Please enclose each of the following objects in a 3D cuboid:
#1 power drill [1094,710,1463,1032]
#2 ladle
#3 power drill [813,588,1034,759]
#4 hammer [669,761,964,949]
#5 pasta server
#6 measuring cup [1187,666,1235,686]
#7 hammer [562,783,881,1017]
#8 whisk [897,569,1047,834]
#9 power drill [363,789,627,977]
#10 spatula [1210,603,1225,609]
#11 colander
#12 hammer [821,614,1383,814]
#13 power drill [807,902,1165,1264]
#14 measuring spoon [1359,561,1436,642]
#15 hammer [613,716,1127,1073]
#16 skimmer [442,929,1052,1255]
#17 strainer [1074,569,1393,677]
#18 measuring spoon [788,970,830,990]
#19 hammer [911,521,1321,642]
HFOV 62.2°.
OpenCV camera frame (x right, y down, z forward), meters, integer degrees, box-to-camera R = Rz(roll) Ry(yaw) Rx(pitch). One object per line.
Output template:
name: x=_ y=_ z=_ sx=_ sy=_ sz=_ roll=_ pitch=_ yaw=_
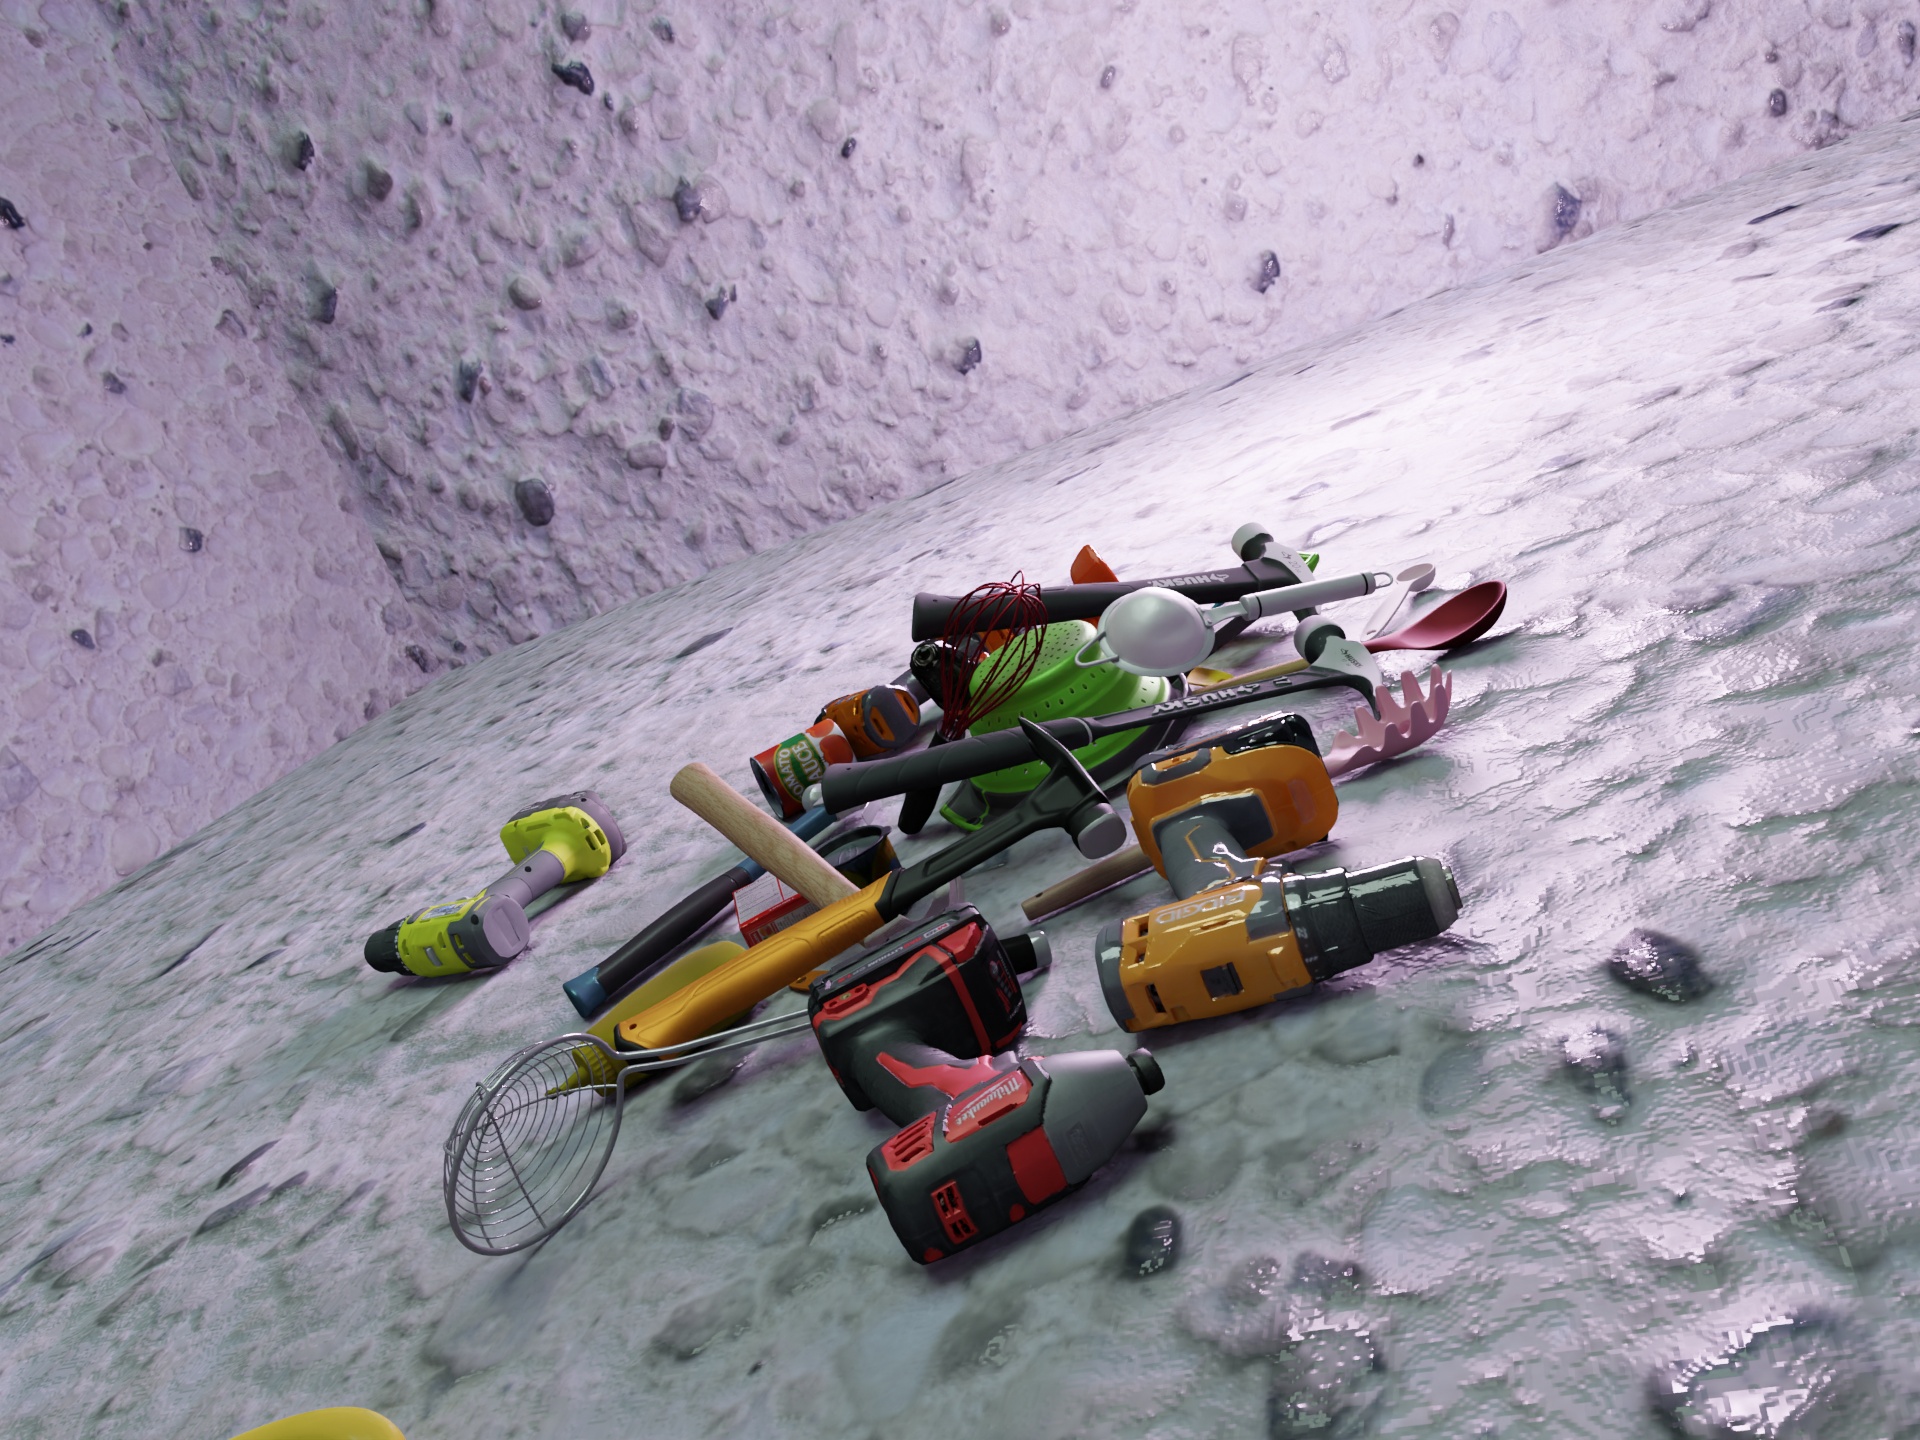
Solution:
power drill: x=0.174 y=0.077 z=0.886 sx=0.185 sy=0.084 sz=0.226 roll=-19 pitch=20 yaw=17
ladle: x=0.271 y=-0.042 z=1.235 sx=0.315 sy=0.031 sz=0.069 roll=-18 pitch=23 yaw=28
power drill: x=-0.046 y=-0.038 z=1.588 sx=0.226 sy=0.084 sz=0.164 roll=-37 pitch=12 yaw=-30
hammer: x=-0.113 y=0.098 z=1.106 sx=0.130 sy=0.031 sz=0.332 roll=-39 pitch=38 yaw=-18
pasta server: x=0.181 y=0.050 z=1.036 sx=0.316 sy=0.040 sz=0.060 roll=-26 pitch=14 yaw=-1
measuring cup: x=0.178 y=-0.031 z=1.350 sx=0.062 sy=0.029 sz=0.157 roll=-39 pitch=29 yaw=-27
hammer: x=-0.191 y=0.136 z=1.303 sx=0.331 sy=0.033 sz=0.128 roll=-37 pitch=13 yaw=-36
whisk: x=-0.002 y=-0.004 z=1.191 sx=0.073 sy=0.073 sz=0.295 roll=-37 pitch=-19 yaw=-40
power drill: x=-0.446 y=0.165 z=1.522 sx=0.190 sy=0.080 sz=0.228 roll=-13 pitch=21 yaw=33
spatula: x=0.148 y=-0.068 z=1.472 sx=0.317 sy=0.044 sz=0.082 roll=-18 pitch=-14 yaw=29
colander: x=0.135 y=-0.060 z=1.287 sx=0.397 sy=0.094 sz=0.205 roll=-36 pitch=23 yaw=-20
hammer: x=0.102 y=0.007 z=1.120 sx=0.409 sy=0.036 sz=0.149 roll=-13 pitch=26 yaw=-7
power drill: x=0.007 y=0.176 z=0.809 sx=0.143 sy=0.078 sz=0.220 roll=-27 pitch=18 yaw=-9
measuring spoon: x=0.358 y=-0.092 z=1.305 sx=0.034 sy=0.018 sz=0.124 roll=-8 pitch=29 yaw=46
hammer: x=-0.066 y=0.117 z=0.998 sx=0.337 sy=0.034 sz=0.127 roll=-30 pitch=37 yaw=-5
skimmer: x=-0.111 y=0.200 z=0.908 sx=0.363 sy=0.127 sz=0.090 roll=-15 pitch=37 yaw=-11
strainer: x=0.207 y=-0.084 z=1.176 sx=0.258 sy=0.050 sz=0.087 roll=-12 pitch=51 yaw=-15
measuring spoon: x=-0.084 y=0.178 z=1.061 sx=0.021 sy=0.011 sz=0.117 roll=-35 pitch=15 yaw=-32
hammer: x=0.121 y=-0.092 z=1.228 sx=0.334 sy=0.035 sz=0.146 roll=-8 pitch=38 yaw=-18
